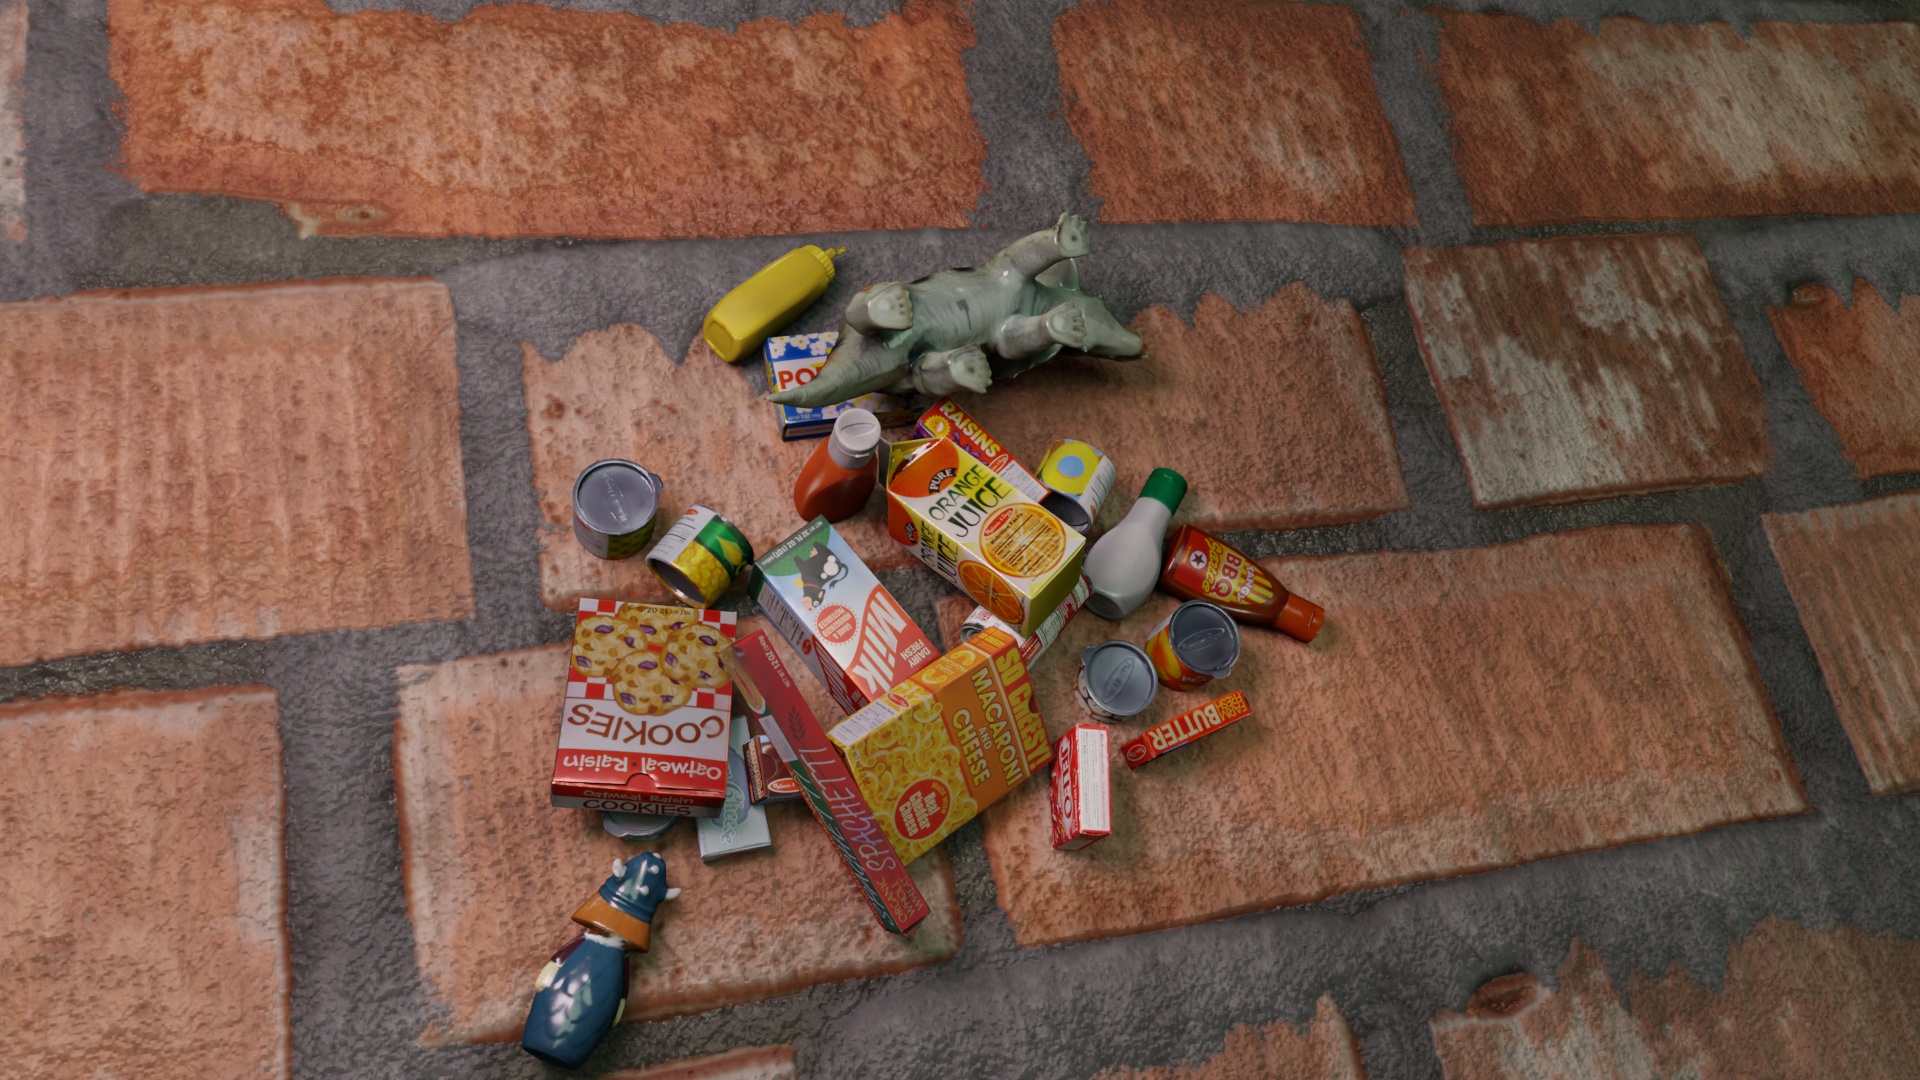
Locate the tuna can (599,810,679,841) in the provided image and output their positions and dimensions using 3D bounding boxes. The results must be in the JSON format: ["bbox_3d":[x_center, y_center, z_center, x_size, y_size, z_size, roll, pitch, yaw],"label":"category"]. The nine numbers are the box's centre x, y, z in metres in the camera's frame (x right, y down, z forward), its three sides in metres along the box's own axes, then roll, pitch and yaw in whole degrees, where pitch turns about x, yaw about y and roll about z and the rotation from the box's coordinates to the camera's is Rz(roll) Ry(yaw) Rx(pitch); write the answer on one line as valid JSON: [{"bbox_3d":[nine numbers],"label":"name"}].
[{"bbox_3d":[-0.242,0.195,1.050,0.071,0.032,0.071,5,67,-13],"label":"tuna can"}]

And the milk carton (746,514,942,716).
[{"bbox_3d":[-0.083,0.081,1.118,0.072,0.073,0.191,-37,81,-24],"label":"milk carton"}]

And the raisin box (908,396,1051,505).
[{"bbox_3d":[0.011,-0.057,1.193,0.123,0.085,0.040,44,69,5],"label":"raisin box"}]

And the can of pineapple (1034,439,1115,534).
[{"bbox_3d":[0.094,-0.048,1.223,0.071,0.070,0.058,31,64,-1],"label":"can of pineapple"}]

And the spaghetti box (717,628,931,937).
[{"bbox_3d":[-0.102,0.180,1.033,0.029,0.050,0.250,-31,91,-24],"label":"spaghetti box"}]

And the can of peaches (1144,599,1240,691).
[{"bbox_3d":[0.200,0.094,1.197,0.071,0.057,0.071,6,67,-14],"label":"can of peaches"}]

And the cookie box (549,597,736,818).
[{"bbox_3d":[-0.236,0.124,1.049,0.123,0.040,0.168,6,48,-12],"label":"cookie box"}]

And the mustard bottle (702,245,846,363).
[{"bbox_3d":[-0.158,-0.220,1.231,0.049,0.065,0.161,45,59,0],"label":"mustard bottle"}]

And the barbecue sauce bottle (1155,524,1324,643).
[{"bbox_3d":[0.251,0.044,1.239,0.148,0.043,0.065,26,72,-4],"label":"barbecue sauce bottle"}]

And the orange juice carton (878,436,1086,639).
[{"bbox_3d":[0.004,-0.014,1.129,0.193,0.071,0.073,37,65,19],"label":"orange juice carton"}]

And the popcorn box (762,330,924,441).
[{"bbox_3d":[-0.104,-0.140,1.223,0.127,0.038,0.085,-9,70,-18],"label":"popcorn box"}]

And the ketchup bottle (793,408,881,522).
[{"bbox_3d":[-0.096,-0.060,1.131,0.065,0.148,0.043,-12,73,-19],"label":"ketchup bottle"}]

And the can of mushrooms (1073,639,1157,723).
[{"bbox_3d":[0.129,0.119,1.181,0.071,0.033,0.071,5,68,-13],"label":"can of mushrooms"}]

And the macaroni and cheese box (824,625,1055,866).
[{"bbox_3d":[-0.012,0.162,1.085,0.167,0.040,0.123,-31,119,-24],"label":"macaroni and cheese box"}]

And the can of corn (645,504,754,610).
[{"bbox_3d":[-0.208,0.016,1.117,0.071,0.071,0.058,37,65,2],"label":"can of corn"}]

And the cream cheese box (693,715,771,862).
[{"bbox_3d":[-0.183,0.191,1.072,0.053,0.024,0.104,-8,70,-20],"label":"cream cheese box"}]

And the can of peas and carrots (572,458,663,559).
[{"bbox_3d":[-0.276,-0.026,1.119,0.071,0.058,0.071,6,67,-13],"label":"can of peas and carrots"}]

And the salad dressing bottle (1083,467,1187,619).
[{"bbox_3d":[0.157,0.000,1.232,0.064,0.043,0.148,25,62,14],"label":"salad dressing bottle"}]

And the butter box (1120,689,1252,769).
[{"bbox_3d":[0.190,0.159,1.170,0.104,0.053,0.024,-20,77,-21],"label":"butter box"}]

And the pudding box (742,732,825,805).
[{"bbox_3d":[-0.124,0.175,1.077,0.084,0.030,0.050,3,66,-37],"label":"pudding box"}]
